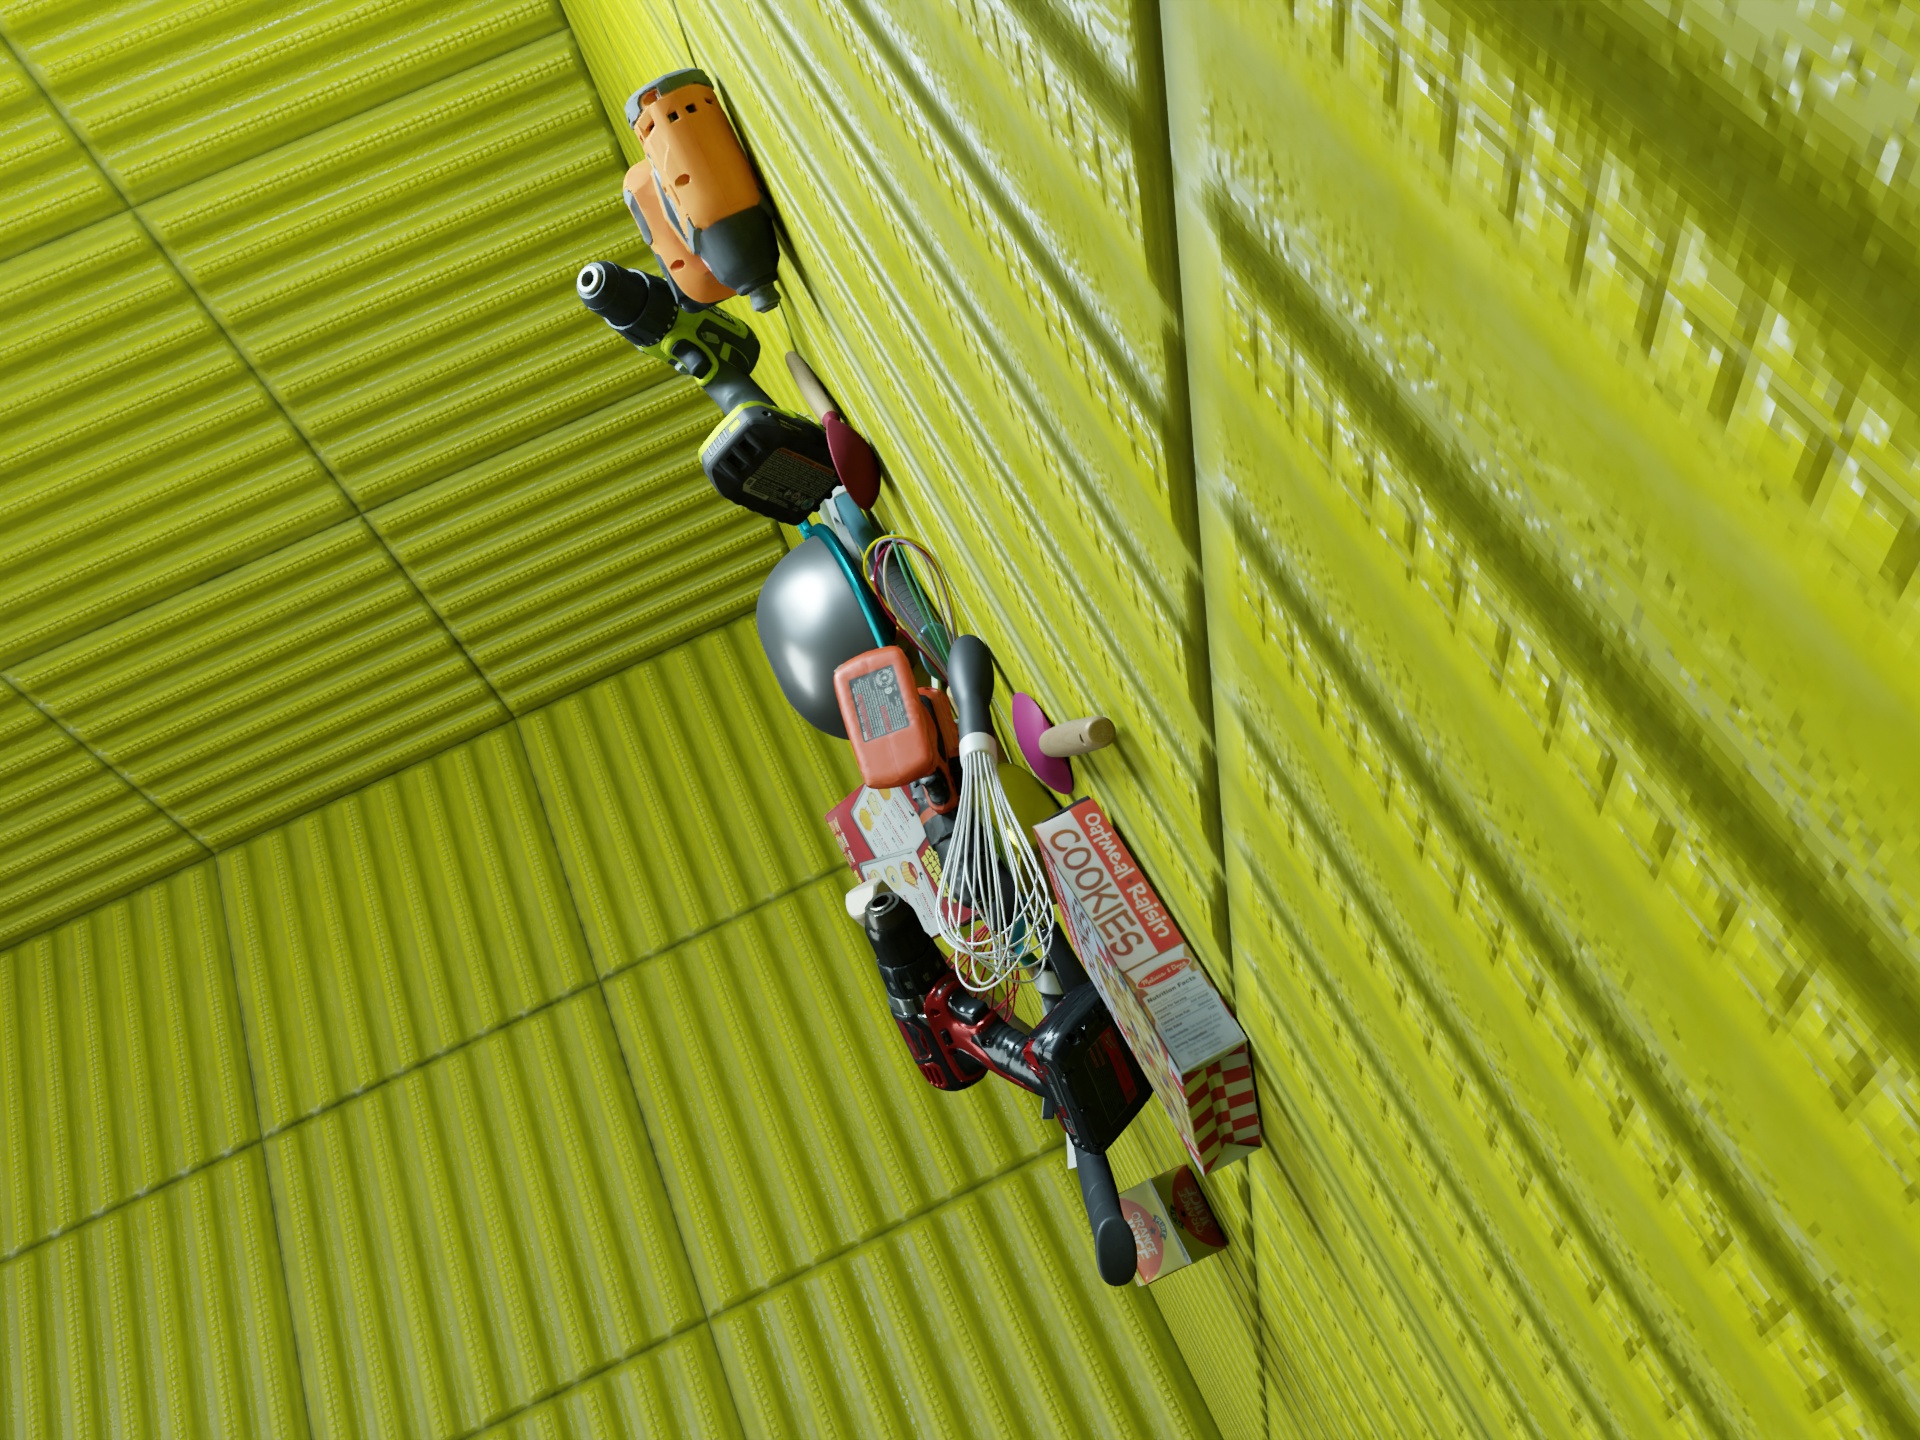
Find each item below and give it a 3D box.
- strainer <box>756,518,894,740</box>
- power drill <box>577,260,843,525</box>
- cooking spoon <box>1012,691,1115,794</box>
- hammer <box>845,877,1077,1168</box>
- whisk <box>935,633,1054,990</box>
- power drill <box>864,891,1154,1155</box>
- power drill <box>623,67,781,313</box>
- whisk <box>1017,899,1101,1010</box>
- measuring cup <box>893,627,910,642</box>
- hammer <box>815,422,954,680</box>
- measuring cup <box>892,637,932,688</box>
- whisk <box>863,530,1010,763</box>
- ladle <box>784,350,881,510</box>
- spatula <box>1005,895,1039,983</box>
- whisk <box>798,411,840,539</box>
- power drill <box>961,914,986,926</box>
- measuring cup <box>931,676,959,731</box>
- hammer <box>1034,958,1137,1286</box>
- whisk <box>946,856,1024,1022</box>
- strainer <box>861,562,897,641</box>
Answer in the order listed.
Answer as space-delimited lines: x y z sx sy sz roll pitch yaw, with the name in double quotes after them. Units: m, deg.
-0.153 -0.117 1.435 0.340 0.095 0.211 62 169 14 "strainer"
-0.203 -0.276 1.298 0.229 0.080 0.190 54 -161 24 "power drill"
0.051 0.011 0.850 0.069 0.017 0.319 64 176 1 "cooking spoon"
0.020 0.275 1.480 0.410 0.038 0.146 47 -151 -40 "hammer"
0.012 0.043 0.939 0.285 0.070 0.070 -95 -12 -48 "whisk"
0.025 0.227 1.230 0.227 0.080 0.187 9 131 45 "power drill"
-0.184 -0.365 1.166 0.164 0.084 0.226 64 172 -11 "power drill"
0.070 0.178 1.339 0.239 0.055 0.055 61 175 3 "whisk"
-0.045 -0.029 1.516 0.095 0.052 0.174 68 172 -30 "measuring cup"
-0.065 -0.131 1.315 0.331 0.033 0.128 -121 9 -53 "hammer"
-0.029 -0.063 1.381 0.062 0.029 0.156 64 163 11 "measuring cup"
-0.011 -0.039 1.138 0.051 0.047 0.244 58 174 50 "whisk"
-0.107 -0.243 1.255 0.069 0.031 0.316 60 180 -32 "ladle"
0.084 0.248 1.578 0.317 0.044 0.082 59 -147 -57 "spatula"
-0.138 -0.231 1.567 0.246 0.059 0.058 68 -147 -71 "whisk"
-0.014 0.090 1.632 0.171 0.080 0.223 -163 50 -77 "power drill"
-0.002 -0.004 1.325 0.083 0.038 0.167 -121 24 -61 "measuring cup"
0.098 0.336 1.302 0.409 0.036 0.149 -103 11 -77 "hammer"
0.028 0.174 1.301 0.295 0.073 0.073 104 147 -48 "whisk"
-0.087 -0.126 1.559 0.258 0.050 0.087 -123 25 -79 "strainer"
